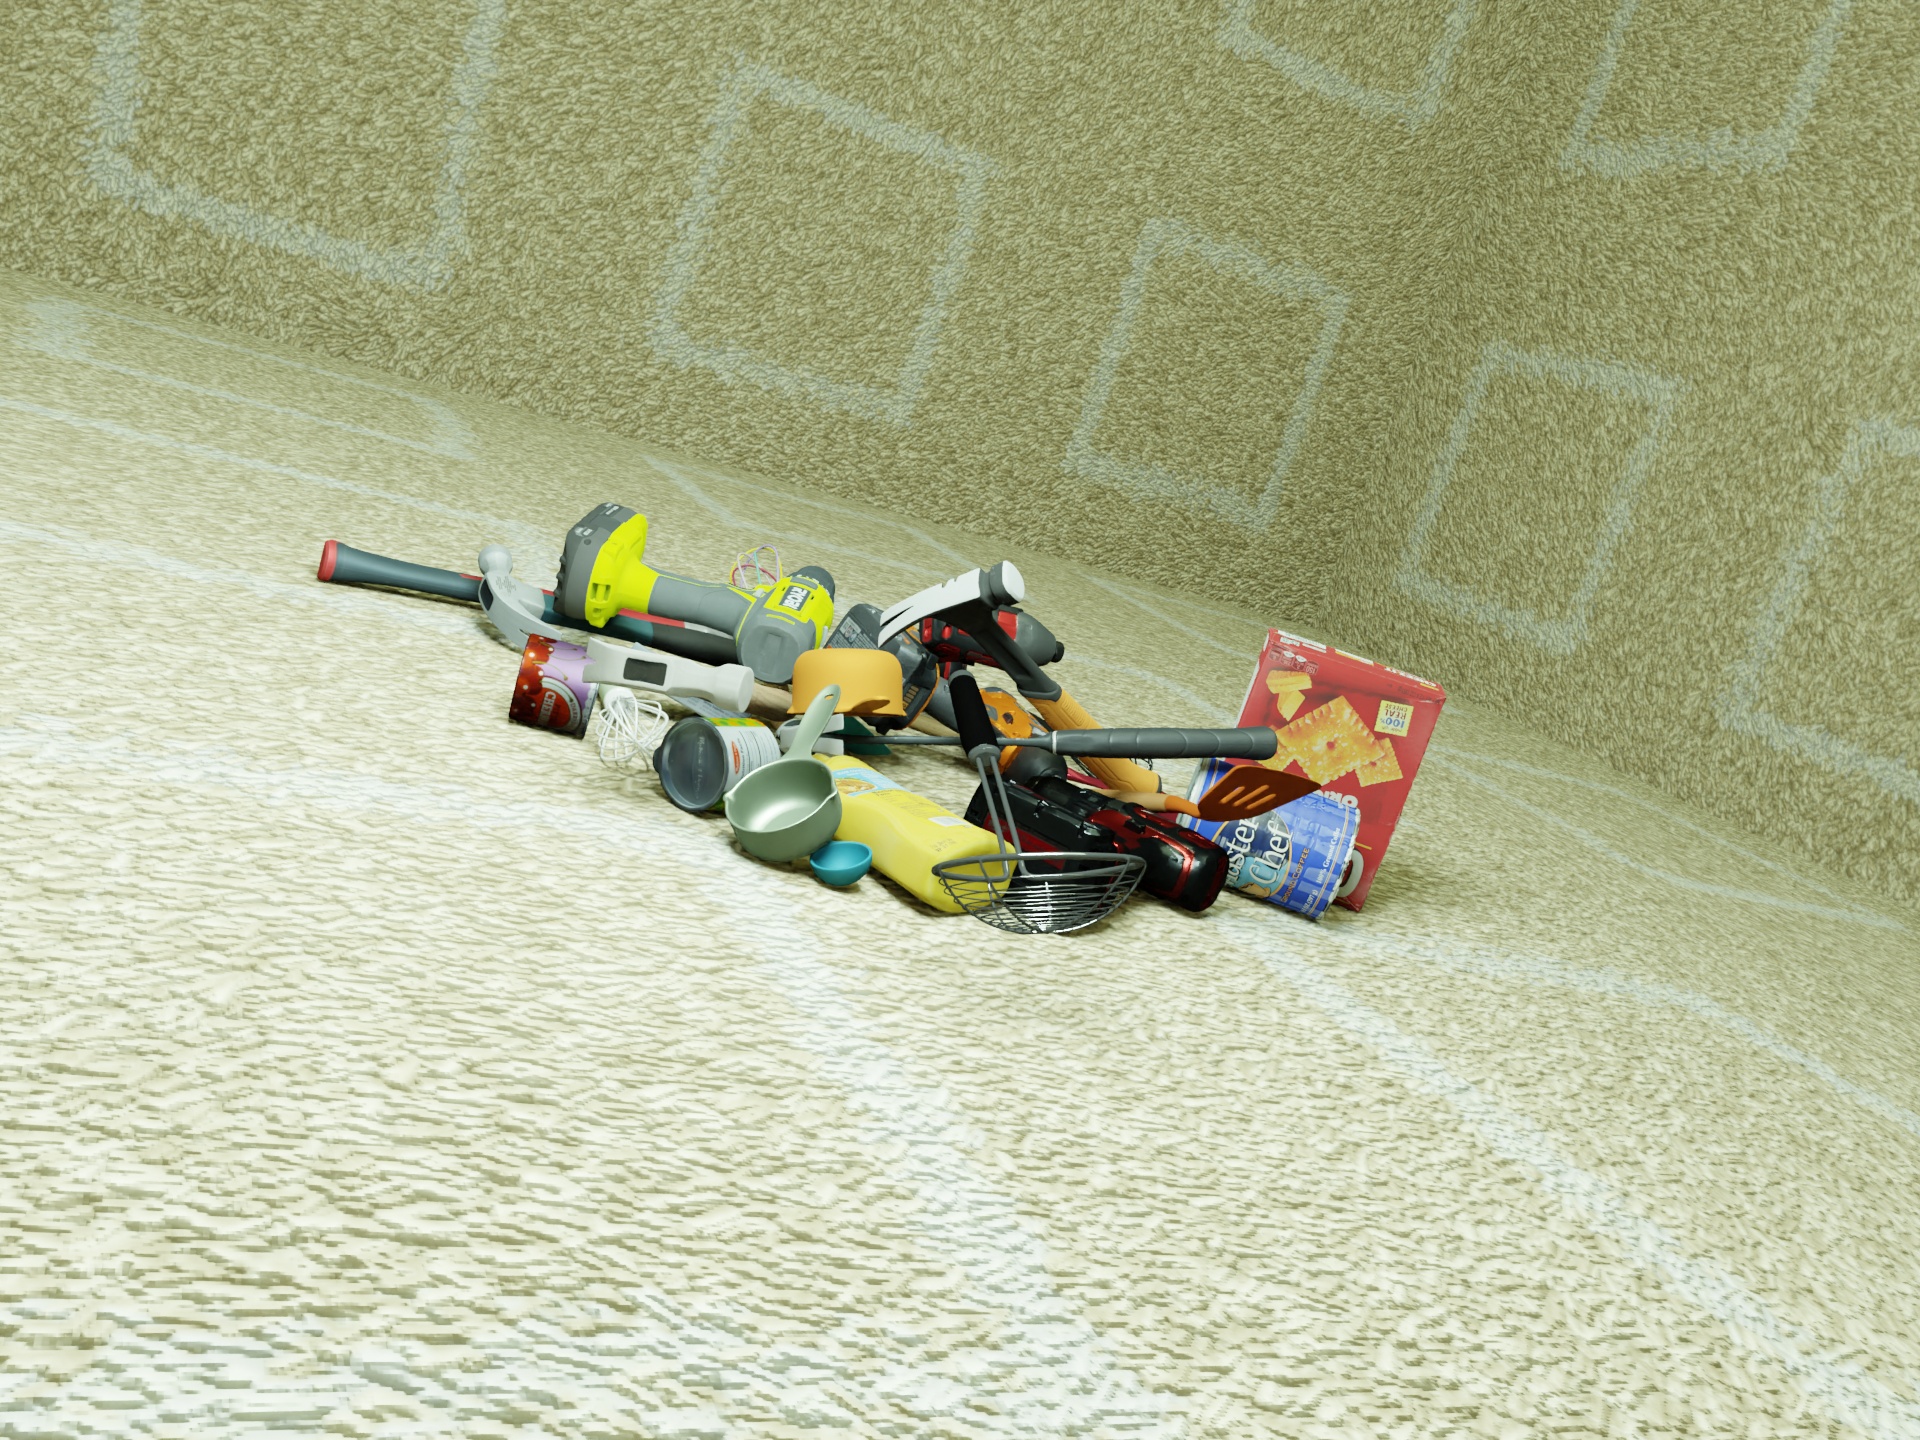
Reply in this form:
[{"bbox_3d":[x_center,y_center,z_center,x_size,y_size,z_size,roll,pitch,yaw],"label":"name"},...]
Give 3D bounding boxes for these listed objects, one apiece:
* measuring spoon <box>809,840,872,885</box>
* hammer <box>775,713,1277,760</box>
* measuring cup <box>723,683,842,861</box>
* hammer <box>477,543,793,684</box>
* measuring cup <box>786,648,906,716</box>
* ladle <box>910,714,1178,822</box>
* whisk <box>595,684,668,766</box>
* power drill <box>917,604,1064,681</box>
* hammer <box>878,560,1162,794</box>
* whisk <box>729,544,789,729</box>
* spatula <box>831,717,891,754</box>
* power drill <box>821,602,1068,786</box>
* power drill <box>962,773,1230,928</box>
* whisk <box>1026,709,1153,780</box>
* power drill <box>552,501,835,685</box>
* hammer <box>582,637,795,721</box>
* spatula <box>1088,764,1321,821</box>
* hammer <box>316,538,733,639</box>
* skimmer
[{"bbox_3d":[-0.106,0.089,1.091,0.042,0.021,0.129,-20,25,-34],"label":"measuring spoon"},{"bbox_3d":[0.061,0.016,1.283,0.409,0.036,0.149,1,-3,-13],"label":"hammer"},{"bbox_3d":[-0.106,0.036,1.101,0.083,0.038,0.168,-4,35,18],"label":"measuring cup"},{"bbox_3d":[-0.272,-0.077,1.450,0.330,0.033,0.128,14,32,-29],"label":"hammer"},{"bbox_3d":[-0.078,-0.032,1.207,0.095,0.052,0.173,1,-4,-15],"label":"measuring cup"},{"bbox_3d":[0.071,0.041,1.538,0.315,0.031,0.069,19,9,12],"label":"ladle"},{"bbox_3d":[-0.265,-0.012,1.242,0.059,0.058,0.246,51,-4,-23],"label":"whisk"},{"bbox_3d":[-0.003,-0.067,1.563,0.143,0.079,0.219,13,-15,-24],"label":"power drill"},{"bbox_3d":[0.071,-0.011,1.345,0.127,0.034,0.336,-19,-41,27],"label":"hammer"},{"bbox_3d":[-0.181,-0.079,1.473,0.047,0.051,0.245,-1,44,-15],"label":"whisk"},{"bbox_3d":[-0.105,-0.016,1.483,0.082,0.044,0.317,41,8,-9],"label":"spatula"},{"bbox_3d":[-0.002,-0.004,1.407,0.226,0.084,0.164,29,10,-37],"label":"power drill"},{"bbox_3d":[0.085,0.090,1.226,0.188,0.080,0.226,26,11,31],"label":"power drill"},{"bbox_3d":[0.106,0.018,1.642,0.055,0.055,0.239,6,13,-45],"label":"whisk"},{"bbox_3d":[-0.222,-0.116,1.395,0.228,0.080,0.191,17,24,-1],"label":"power drill"},{"bbox_3d":[-0.180,-0.023,1.184,0.130,0.031,0.331,11,-2,9],"label":"hammer"},{"bbox_3d":[0.163,0.059,1.318,0.081,0.041,0.323,14,-7,-27],"label":"spatula"},{"bbox_3d":[-0.392,-0.107,1.478,0.386,0.038,0.143,10,17,-36],"label":"hammer"},{"bbox_3d":[0.028,0.029,1.064,0.127,0.090,0.364,0,28,-9],"label":"skimmer"}]
